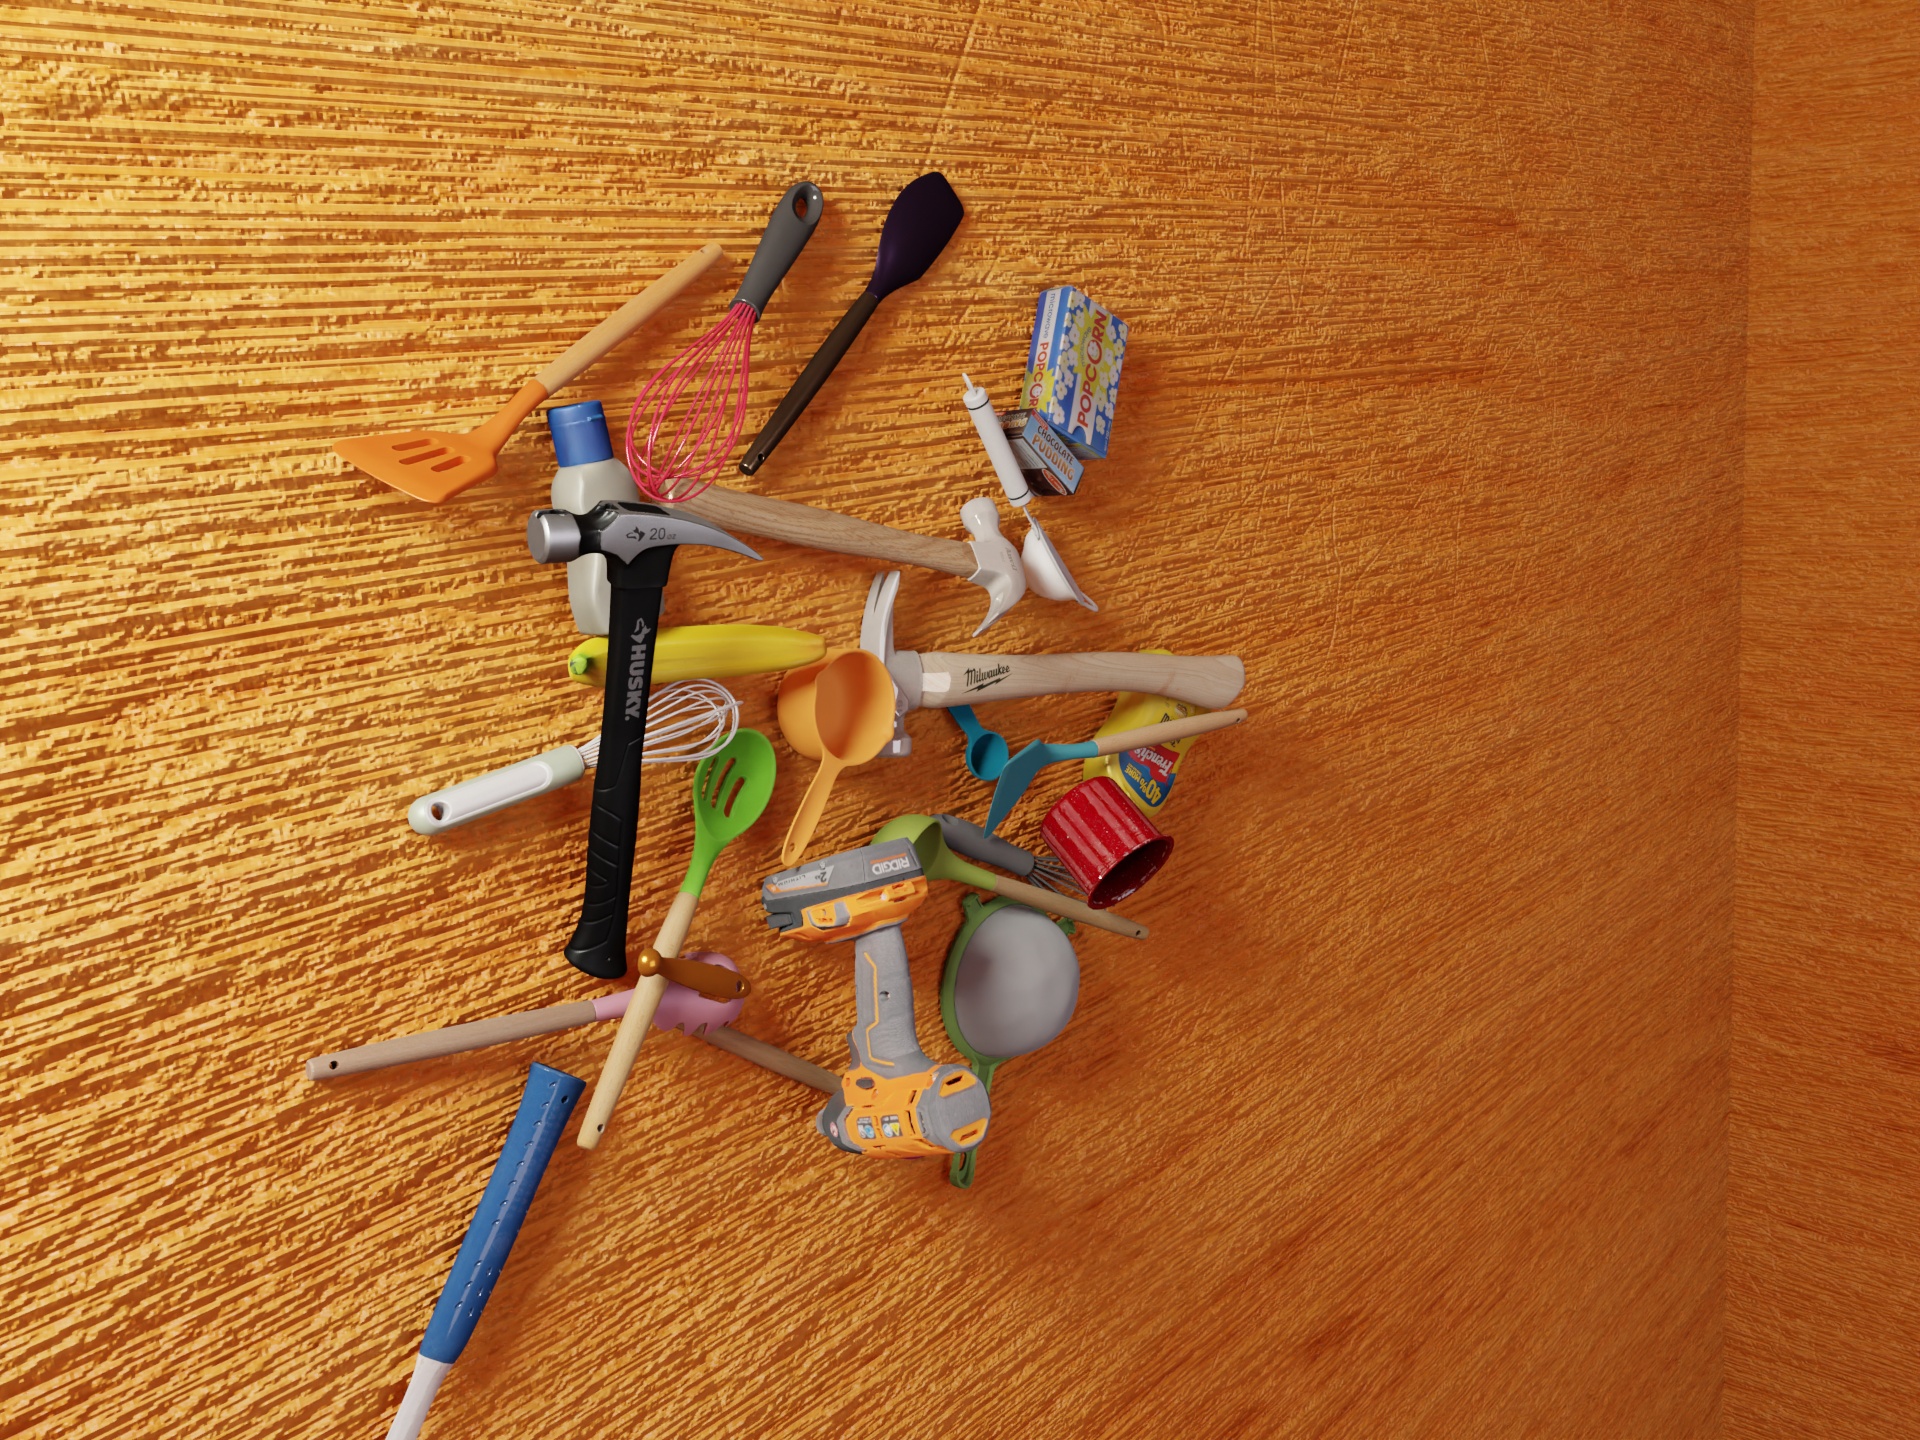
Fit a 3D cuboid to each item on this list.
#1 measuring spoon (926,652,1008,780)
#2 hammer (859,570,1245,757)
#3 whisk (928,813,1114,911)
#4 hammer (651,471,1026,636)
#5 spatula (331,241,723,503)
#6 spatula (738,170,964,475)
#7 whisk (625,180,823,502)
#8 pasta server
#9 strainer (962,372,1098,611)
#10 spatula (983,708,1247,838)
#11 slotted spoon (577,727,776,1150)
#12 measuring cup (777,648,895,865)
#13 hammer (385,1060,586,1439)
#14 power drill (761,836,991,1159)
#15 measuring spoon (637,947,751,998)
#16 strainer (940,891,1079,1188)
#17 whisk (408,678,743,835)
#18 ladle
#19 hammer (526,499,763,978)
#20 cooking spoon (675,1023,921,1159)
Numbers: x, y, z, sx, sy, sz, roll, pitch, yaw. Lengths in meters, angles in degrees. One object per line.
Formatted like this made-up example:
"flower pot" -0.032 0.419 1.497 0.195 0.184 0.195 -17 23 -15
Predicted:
"measuring spoon" -0.002 -0.004 1.332 0.042 0.021 0.128 -44 115 -27
"hammer" 0.092 -0.049 1.361 0.410 0.038 0.146 -2 95 -37
"whisk" 0.055 0.127 1.384 0.238 0.055 0.055 27 75 -40
"hammer" -0.080 -0.136 1.190 0.331 0.031 0.130 7 52 -40
"spatula" -0.253 -0.231 1.014 0.323 0.081 0.041 -51 162 -34
"spatula" -0.082 -0.304 1.204 0.059 0.018 0.316 50 59 -37
"whisk" -0.156 -0.268 1.098 0.073 0.073 0.296 46 54 -39
"pasta server" -0.274 0.201 1.058 0.316 0.040 0.060 -6 74 -40
"strainer" 0.050 -0.180 1.323 0.050 0.087 0.258 -24 126 5
"spatula" 0.143 0.028 1.400 0.317 0.044 0.082 -12 132 -33
"slotted spoon" -0.198 0.143 1.095 0.070 0.031 0.314 44 52 -39
"measuring cup" -0.112 0.026 1.187 0.095 0.052 0.174 39 66 -44
"hammer" -0.336 0.421 1.020 0.143 0.035 0.406 36 70 -42
"power drill" -0.073 0.214 1.184 0.084 0.164 0.226 -10 82 -45
"measuring spoon" -0.178 0.175 1.090 0.116 0.011 0.021 31 65 -53
"strainer" 0.045 0.281 1.374 0.151 0.069 0.256 22 78 -46
"whisk" -0.248 0.025 1.054 0.246 0.059 0.058 -23 93 -37
"ladle" 0.051 0.148 1.337 0.320 0.062 0.078 22 99 -35
"hammer" -0.214 0.021 1.026 0.146 0.035 0.334 -8 119 -37
"cooking spoon" -0.112 0.280 1.248 0.318 0.017 0.069 36 61 -43
